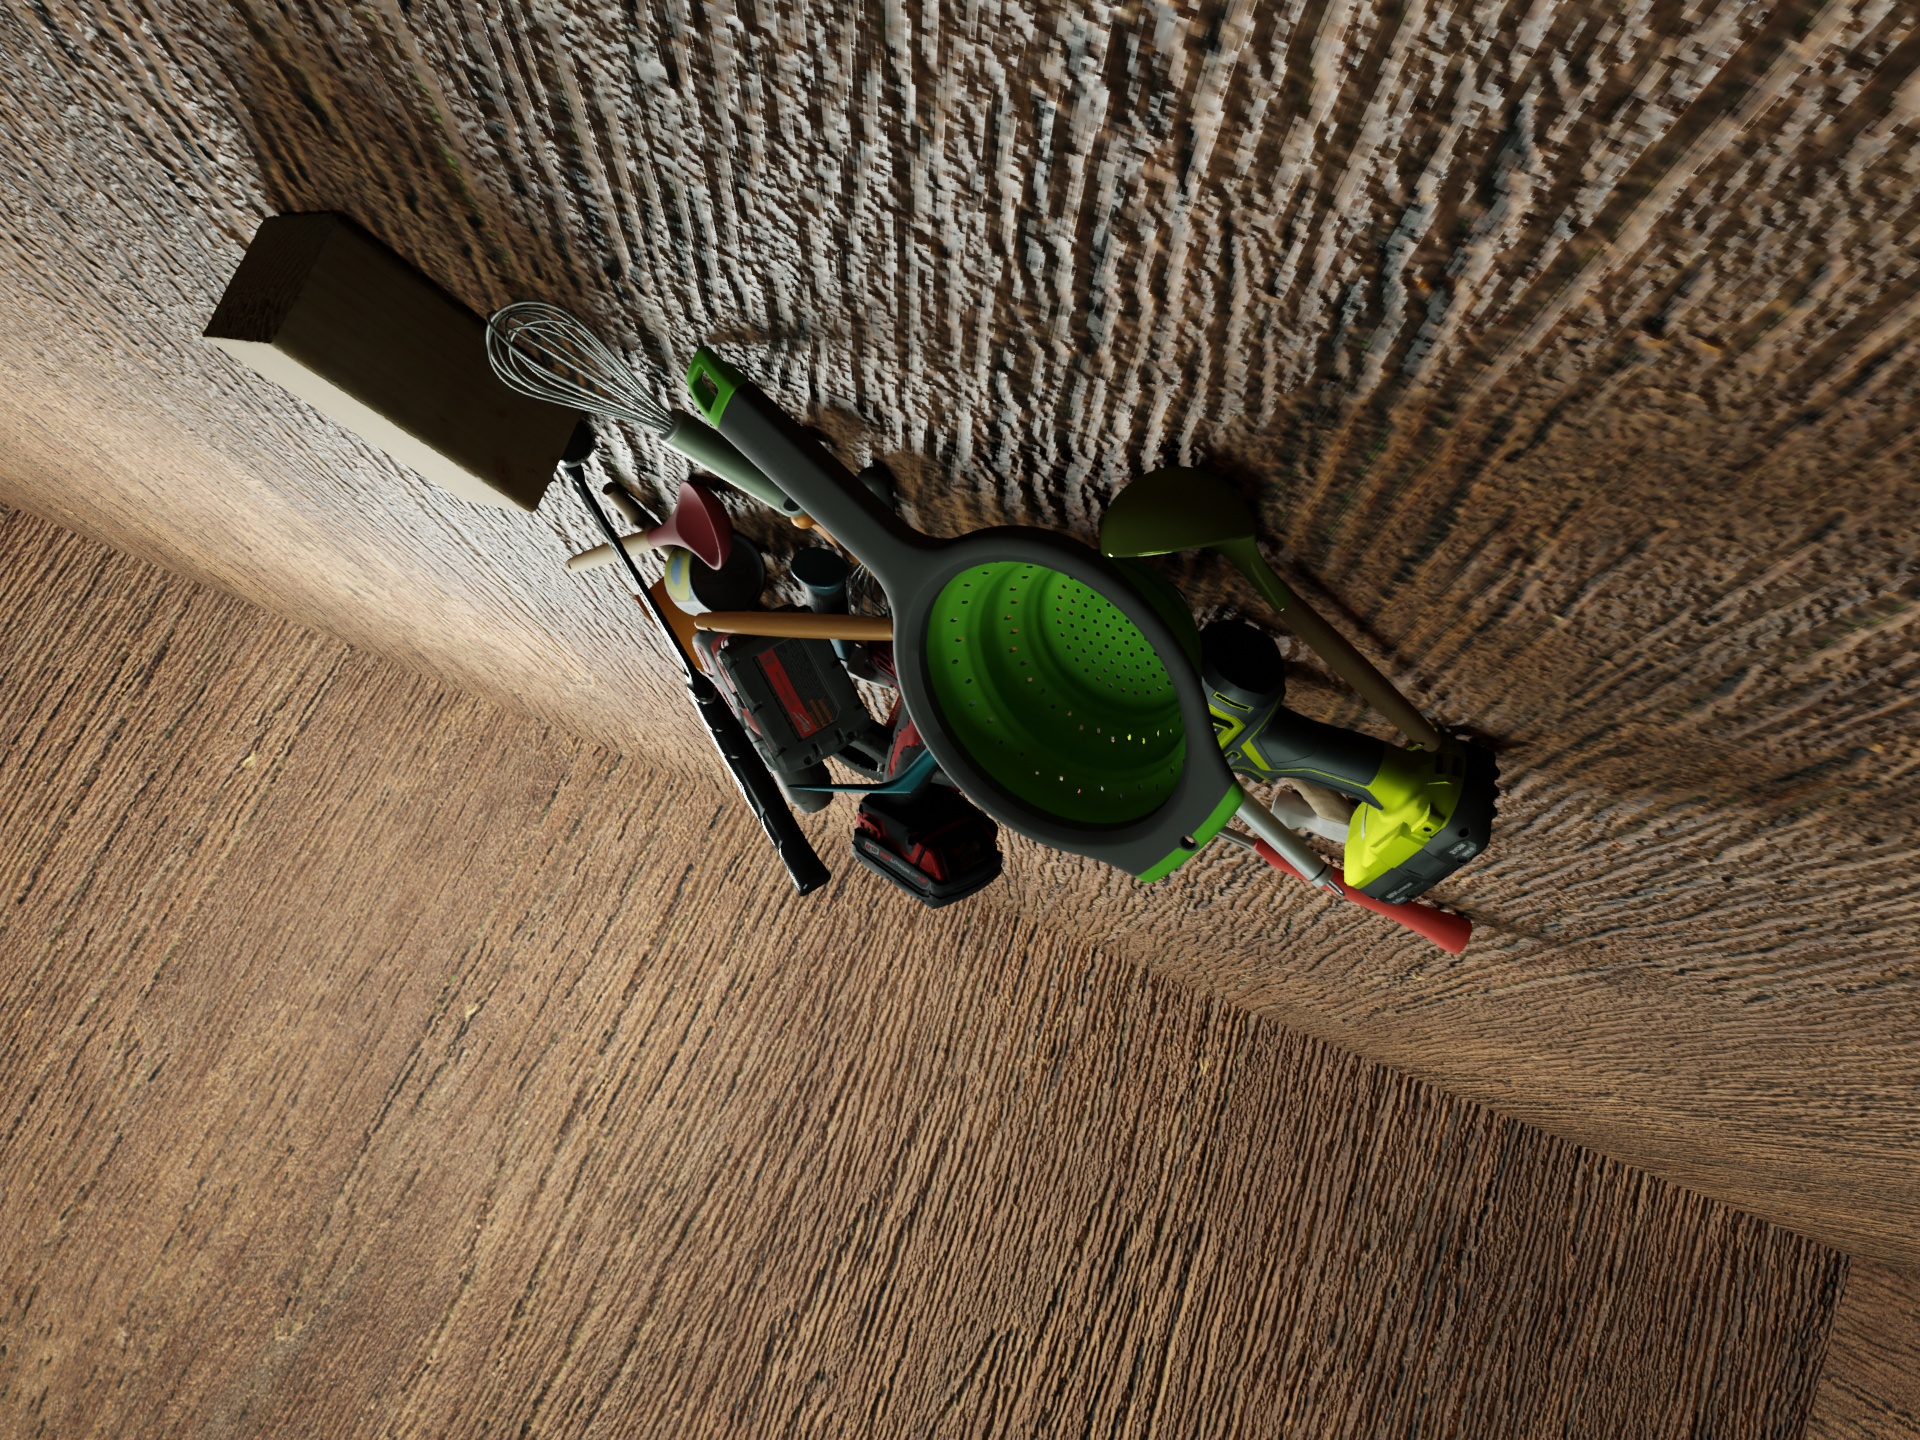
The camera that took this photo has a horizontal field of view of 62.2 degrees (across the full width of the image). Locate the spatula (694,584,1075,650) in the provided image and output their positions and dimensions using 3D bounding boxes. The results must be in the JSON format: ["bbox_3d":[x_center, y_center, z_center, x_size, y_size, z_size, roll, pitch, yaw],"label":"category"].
[{"bbox_3d":[-0.060,-0.072,1.102,0.323,0.041,0.080,5,157,34],"label":"spatula"}]

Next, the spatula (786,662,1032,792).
[{"bbox_3d":[-0.002,-0.004,1.149,0.082,0.044,0.317,8,145,-44],"label":"spatula"}]

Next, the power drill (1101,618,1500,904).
[{"bbox_3d":[0.215,0.037,1.053,0.228,0.080,0.190,23,145,-8],"label":"power drill"}]

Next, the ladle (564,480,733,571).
[{"bbox_3d":[-0.255,-0.141,1.270,0.315,0.031,0.069,-3,108,56],"label":"ladle"}]

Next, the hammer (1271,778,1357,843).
[{"bbox_3d":[0.251,0.032,1.192,0.130,0.031,0.331,15,166,35],"label":"hammer"}]

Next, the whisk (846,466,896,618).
[{"bbox_3d":[-0.055,-0.115,1.080,0.055,0.055,0.238,21,163,6],"label":"whisk"}]

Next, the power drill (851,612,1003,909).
[{"bbox_3d":[-0.015,0.030,1.261,0.143,0.219,0.078,28,-145,34],"label":"power drill"}]

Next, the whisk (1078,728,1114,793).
[{"bbox_3d":[0.116,0.041,1.437,0.073,0.073,0.296,22,174,1],"label":"whisk"}]

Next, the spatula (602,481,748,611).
[{"bbox_3d":[-0.227,-0.126,1.389,0.060,0.018,0.315,50,-179,29],"label":"spatula"}]

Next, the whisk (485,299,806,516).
[{"bbox_3d":[-0.189,-0.189,0.997,0.246,0.058,0.059,28,-158,-38],"label":"whisk"}]

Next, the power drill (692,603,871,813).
[{"bbox_3d":[-0.143,-0.005,1.295,0.188,0.080,0.227,62,165,-8],"label":"power drill"}]

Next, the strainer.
[{"bbox_3d":[0.195,0.044,1.193,0.258,0.050,0.087,42,-168,-3],"label":"strainer"}]

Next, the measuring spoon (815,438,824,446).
[{"bbox_3d":[-0.091,-0.160,1.016,0.042,0.021,0.128,20,177,8],"label":"measuring spoon"}]

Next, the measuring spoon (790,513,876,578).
[{"bbox_3d":[-0.086,-0.124,1.167,0.021,0.011,0.116,13,165,40],"label":"measuring spoon"}]

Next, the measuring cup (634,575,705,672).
[{"bbox_3d":[-0.247,-0.100,1.483,0.095,0.052,0.174,48,-177,-8],"label":"measuring cup"}]

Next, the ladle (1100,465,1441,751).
[{"bbox_3d":[0.186,-0.043,0.874,0.078,0.062,0.319,2,156,45],"label":"ladle"}]

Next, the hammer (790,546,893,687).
[{"bbox_3d":[-0.108,-0.085,1.311,0.128,0.033,0.331,22,171,2],"label":"hammer"}]

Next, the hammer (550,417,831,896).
[{"bbox_3d":[-0.209,-0.039,1.210,0.408,0.036,0.149,62,164,-13],"label":"hammer"}]

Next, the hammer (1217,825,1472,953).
[{"bbox_3d":[0.326,0.137,1.522,0.359,0.037,0.149,24,169,-4],"label":"hammer"}]

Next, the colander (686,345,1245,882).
[{"bbox_3d":[0.010,-0.086,0.911,0.397,0.094,0.204,43,138,5],"label":"colander"}]
